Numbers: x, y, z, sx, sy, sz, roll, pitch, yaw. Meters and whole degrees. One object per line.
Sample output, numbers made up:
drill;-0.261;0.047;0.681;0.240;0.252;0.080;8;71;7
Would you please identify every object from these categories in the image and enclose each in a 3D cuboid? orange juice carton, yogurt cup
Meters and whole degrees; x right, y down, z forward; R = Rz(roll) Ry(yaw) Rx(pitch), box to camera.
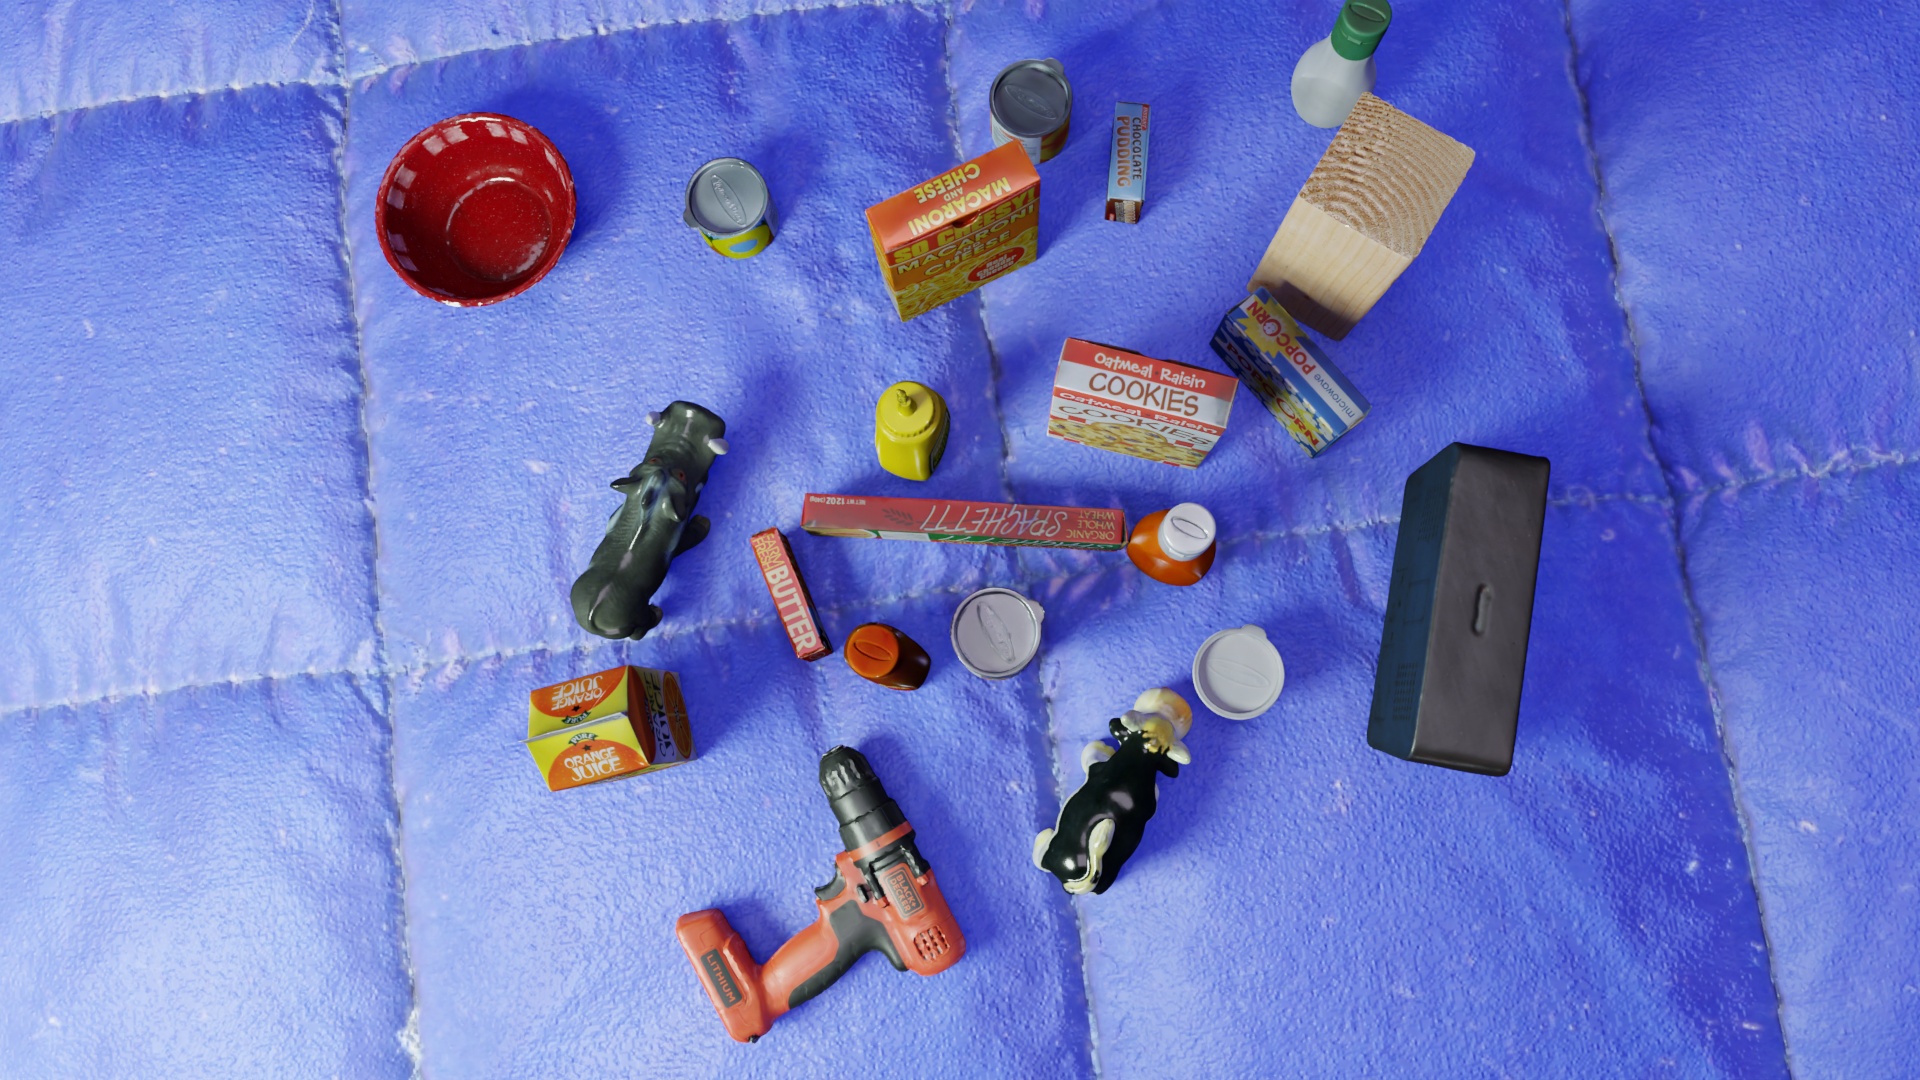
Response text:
orange juice carton;-0.250;0.134;0.993;0.072;0.192;0.073;-14;82;0
yogurt cup;0.207;0.102;1.054;0.072;0.054;0.072;0;82;2

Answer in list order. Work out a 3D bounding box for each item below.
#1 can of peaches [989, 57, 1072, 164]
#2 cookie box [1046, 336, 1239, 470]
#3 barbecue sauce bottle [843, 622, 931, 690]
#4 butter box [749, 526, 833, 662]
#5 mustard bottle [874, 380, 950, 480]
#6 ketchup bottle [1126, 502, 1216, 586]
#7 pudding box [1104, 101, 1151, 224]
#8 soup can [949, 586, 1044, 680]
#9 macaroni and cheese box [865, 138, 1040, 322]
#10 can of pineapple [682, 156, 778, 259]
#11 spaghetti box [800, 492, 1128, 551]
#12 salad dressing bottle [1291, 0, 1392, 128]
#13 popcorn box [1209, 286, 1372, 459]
can of peaches;0.058;-0.347;1.122;0.071;0.058;0.071;0;82;2
cookie box;0.130;-0.099;1.028;0.123;0.167;0.040;14;83;4
barbecue sauce bottle;-0.057;0.084;1.017;0.065;0.148;0.044;22;84;5
butter box;-0.130;0.042;1.073;0.024;0.053;0.103;-23;82;-1
mustard bottle;-0.037;-0.086;1.035;0.049;0.160;0.065;18;83;4
ketchup bottle;0.159;0.002;1.022;0.065;0.148;0.043;27;84;5
pudding box;0.135;-0.304;1.117;0.030;0.049;0.084;5;82;3
soup can;0.029;0.071;1.049;0.071;0.083;0.071;0;82;2
macaroni and cheese box;-0.002;-0.229;1.052;0.124;0.166;0.040;-26;82;-2
can of pineapple;-0.185;-0.266;1.117;0.071;0.058;0.071;0;82;2
spaghetti box;0.004;-0.014;1.079;0.250;0.050;0.029;3;82;2
salad dressing bottle;0.296;-0.370;1.073;0.064;0.147;0.044;25;84;5
popcorn box;0.252;-0.127;1.070;0.038;0.085;0.127;-40;83;-3
